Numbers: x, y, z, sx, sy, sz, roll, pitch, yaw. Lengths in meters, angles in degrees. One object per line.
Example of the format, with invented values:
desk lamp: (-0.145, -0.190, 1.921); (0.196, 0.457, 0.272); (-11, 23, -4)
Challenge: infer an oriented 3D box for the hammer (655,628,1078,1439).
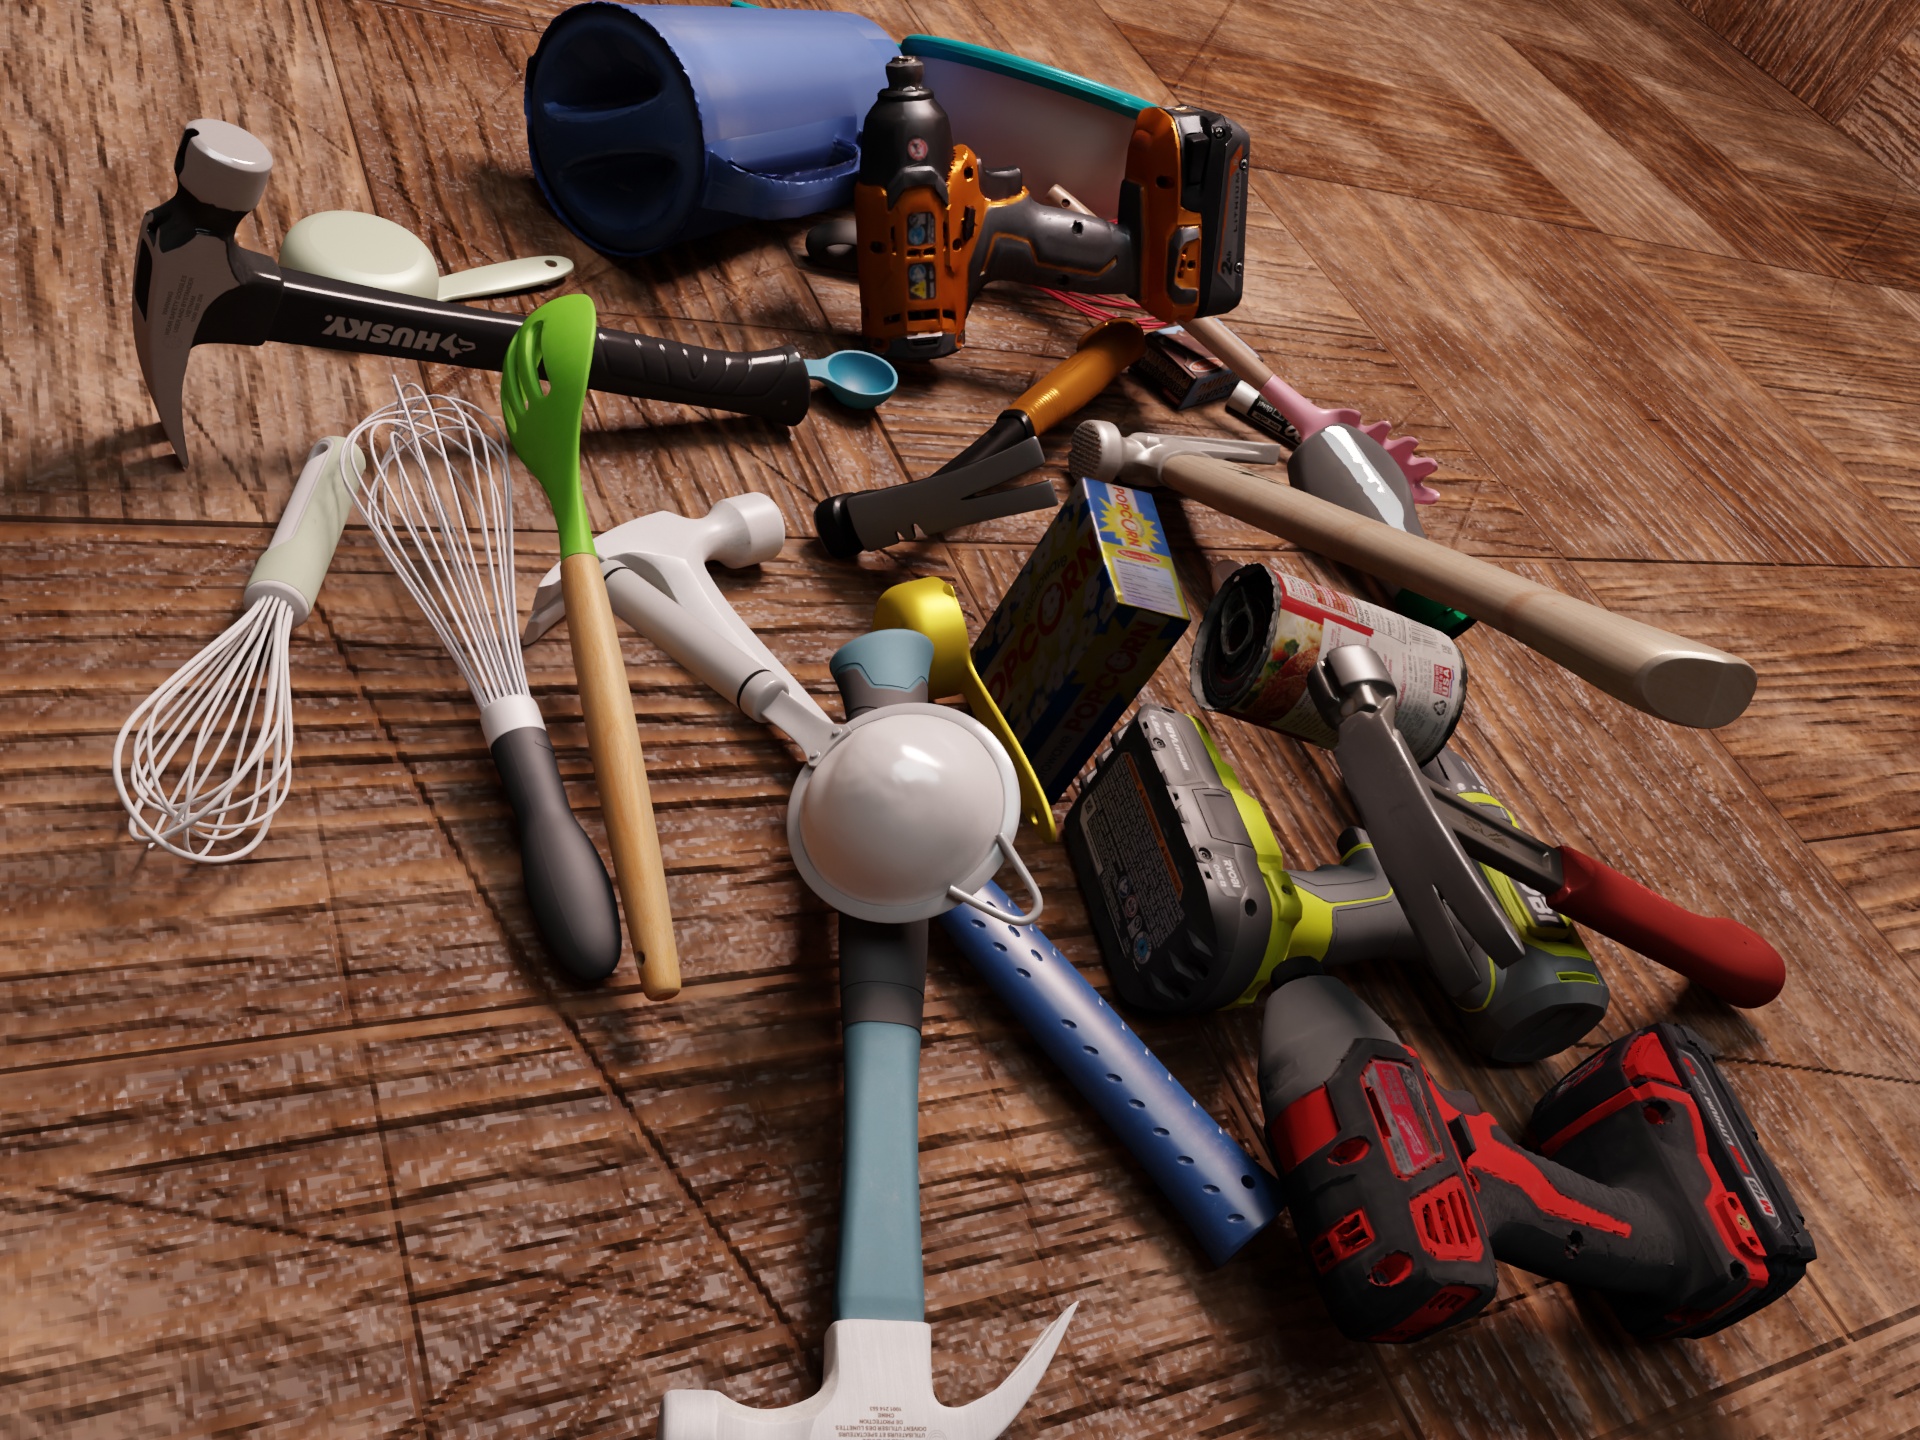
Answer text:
hammer: (-0.029, 0.099, 0.568); (0.128, 0.033, 0.331); (8, 52, -12)

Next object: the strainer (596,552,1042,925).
strainer: (-0.071, -0.005, 0.601); (0.259, 0.050, 0.087); (34, 74, 31)

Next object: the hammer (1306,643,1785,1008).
hammer: (0.283, 0.084, 0.697); (0.358, 0.036, 0.149); (24, 37, -39)

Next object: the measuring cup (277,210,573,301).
measuring cup: (-0.266, -0.235, 0.814); (0.167, 0.038, 0.083); (-26, 64, -41)

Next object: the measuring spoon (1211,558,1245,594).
measuring spoon: (0.195, -0.059, 0.916); (0.124, 0.018, 0.034); (21, 41, -19)

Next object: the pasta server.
pasta server: (0.177, -0.236, 1.020); (0.316, 0.060, 0.040); (41, 4, -3)

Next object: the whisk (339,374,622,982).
whisk: (-0.185, -0.025, 0.626); (0.070, 0.070, 0.285); (-7, 59, -35)

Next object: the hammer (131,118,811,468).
hammer: (-0.206, -0.170, 0.742); (0.334, 0.146, 0.035); (-1, 48, -45)

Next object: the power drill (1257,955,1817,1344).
power drill: (0.212, 0.166, 0.619); (0.219, 0.078, 0.143); (13, 42, -28)

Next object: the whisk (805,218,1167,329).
whisk: (0.040, -0.299, 1.042); (0.295, 0.073, 0.073); (-2, 49, -24)

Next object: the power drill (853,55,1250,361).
power drill: (0.049, -0.303, 0.925); (0.226, 0.164, 0.084); (-9, 28, -13)

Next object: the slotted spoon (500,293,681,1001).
slotted spoon: (-0.144, -0.041, 0.623); (0.031, 0.070, 0.314); (7, 58, -42)

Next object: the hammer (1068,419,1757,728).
hammer: (0.220, -0.086, 0.803); (0.146, 0.038, 0.411); (-1, 22, -30)

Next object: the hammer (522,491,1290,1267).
hammer: (-0.023, 0.054, 0.658); (0.144, 0.035, 0.406); (-23, 62, -43)

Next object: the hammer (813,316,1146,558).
hammer: (0.047, -0.174, 0.892); (0.337, 0.127, 0.034); (-49, 122, -54)

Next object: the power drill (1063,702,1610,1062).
power drill: (0.169, 0.059, 0.730); (0.228, 0.080, 0.191); (7, 45, -27)

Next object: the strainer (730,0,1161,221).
strainer: (-0.010, -0.410, 1.100); (0.340, 0.095, 0.211); (18, 17, 8)

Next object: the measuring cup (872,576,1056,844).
measuring cup: (-0.001, -0.002, 0.705); (0.029, 0.062, 0.157); (-11, 49, -22)

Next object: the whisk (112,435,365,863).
whisk: (-0.266, -0.039, 0.612); (0.059, 0.058, 0.247); (44, 25, -34)

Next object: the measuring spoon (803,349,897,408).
measuring spoon: (-0.099, -0.188, 0.884); (0.128, 0.021, 0.042); (-1, 47, -17)
